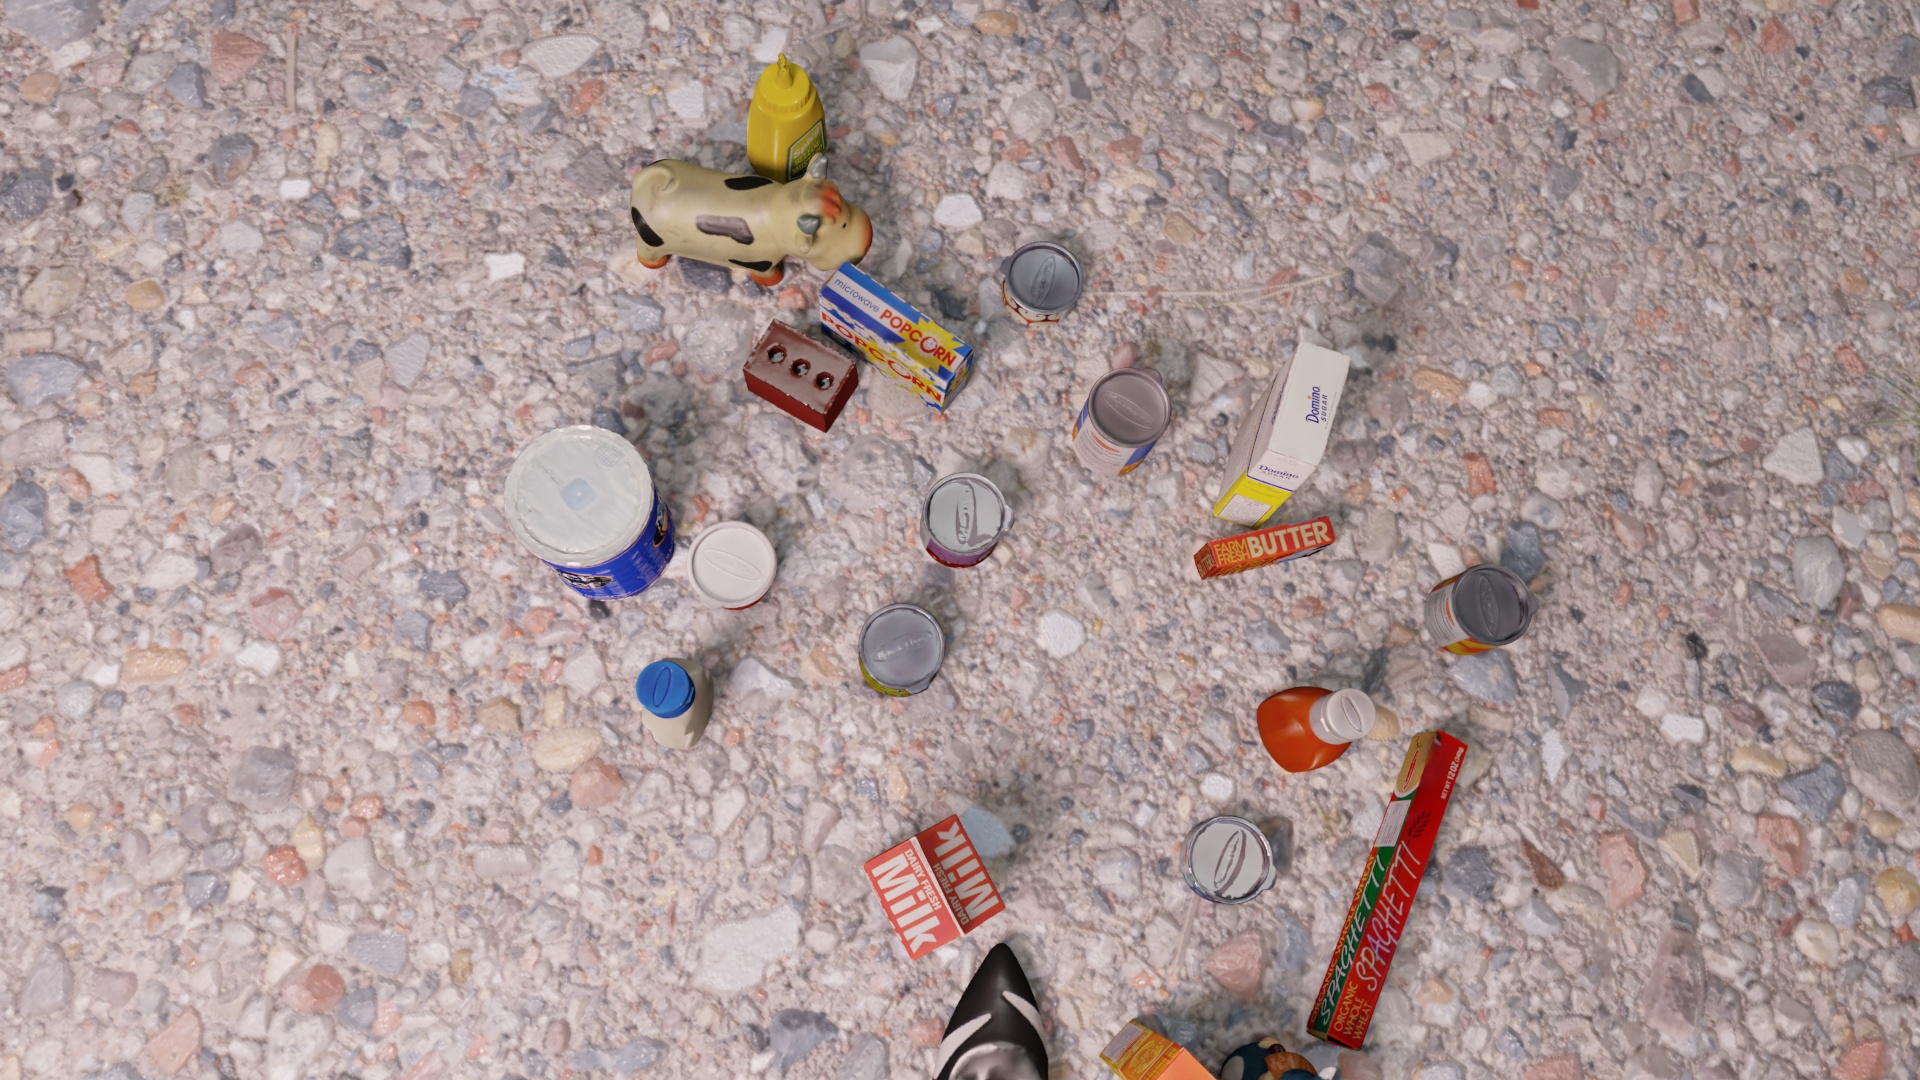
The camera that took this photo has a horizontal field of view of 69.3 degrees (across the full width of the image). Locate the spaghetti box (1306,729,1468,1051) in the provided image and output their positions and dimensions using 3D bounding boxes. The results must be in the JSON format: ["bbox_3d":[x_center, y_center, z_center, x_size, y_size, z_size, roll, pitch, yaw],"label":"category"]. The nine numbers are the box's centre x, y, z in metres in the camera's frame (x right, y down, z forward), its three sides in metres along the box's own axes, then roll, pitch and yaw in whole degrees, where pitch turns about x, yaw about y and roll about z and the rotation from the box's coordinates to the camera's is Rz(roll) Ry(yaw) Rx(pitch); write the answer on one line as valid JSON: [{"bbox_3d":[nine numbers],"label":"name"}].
[{"bbox_3d":[0.326,0.265,1.062,0.029,0.050,0.250,25,76,1],"label":"spaghetti box"}]

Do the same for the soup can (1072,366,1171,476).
[{"bbox_3d":[0.130,-0.096,1.116,0.071,0.083,0.071,1,77,-5],"label":"soup can"}]

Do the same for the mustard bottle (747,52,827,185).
[{"bbox_3d":[-0.140,-0.339,1.113,0.049,0.160,0.065,41,77,5],"label":"mustard bottle"}]

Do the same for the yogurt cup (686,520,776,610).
[{"bbox_3d":[-0.175,0.023,1.076,0.072,0.054,0.072,1,76,-5],"label":"yogurt cup"}]

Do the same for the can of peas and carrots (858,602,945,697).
[{"bbox_3d":[-0.045,0.088,1.069,0.071,0.058,0.071,1,76,-5],"label":"can of peas and carrots"}]

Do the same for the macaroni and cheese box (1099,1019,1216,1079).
[{"bbox_3d":[0.165,0.397,0.956,0.124,0.166,0.040,45,77,6],"label":"macaroni and cheese box"}]

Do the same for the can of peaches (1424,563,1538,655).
[{"bbox_3d":[0.417,0.057,1.117,0.071,0.058,0.071,1,76,-5],"label":"can of peaches"}]

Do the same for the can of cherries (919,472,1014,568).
[{"bbox_3d":[0.004,-0.014,1.098,0.071,0.058,0.071,1,76,-5],"label":"can of cherries"}]

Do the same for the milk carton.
[{"bbox_3d":[-0.021,0.240,0.966,0.073,0.190,0.072,-27,80,-10],"label":"milk carton"}]

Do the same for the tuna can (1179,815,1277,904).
[{"bbox_3d":[0.205,0.246,1.065,0.071,0.032,0.071,1,76,-5],"label":"tuna can"}]

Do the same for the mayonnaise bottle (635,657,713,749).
[{"bbox_3d":[-0.206,0.114,1.003,0.041,0.147,0.065,14,76,-1],"label":"mayonnaise bottle"}]

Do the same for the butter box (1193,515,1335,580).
[{"bbox_3d":[0.243,0.006,1.117,0.104,0.053,0.024,-12,78,-8],"label":"butter box"}]

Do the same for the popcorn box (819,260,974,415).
[{"bbox_3d":[-0.053,-0.161,1.116,0.127,0.085,0.038,35,77,4],"label":"popcorn box"}]

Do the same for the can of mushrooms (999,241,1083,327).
[{"bbox_3d":[0.066,-0.215,1.166,0.071,0.033,0.071,1,76,-5],"label":"can of mushrooms"}]

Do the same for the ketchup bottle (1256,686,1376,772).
[{"bbox_3d":[0.266,0.138,1.037,0.043,0.148,0.065,-23,80,-10],"label":"ketchup bottle"}]
